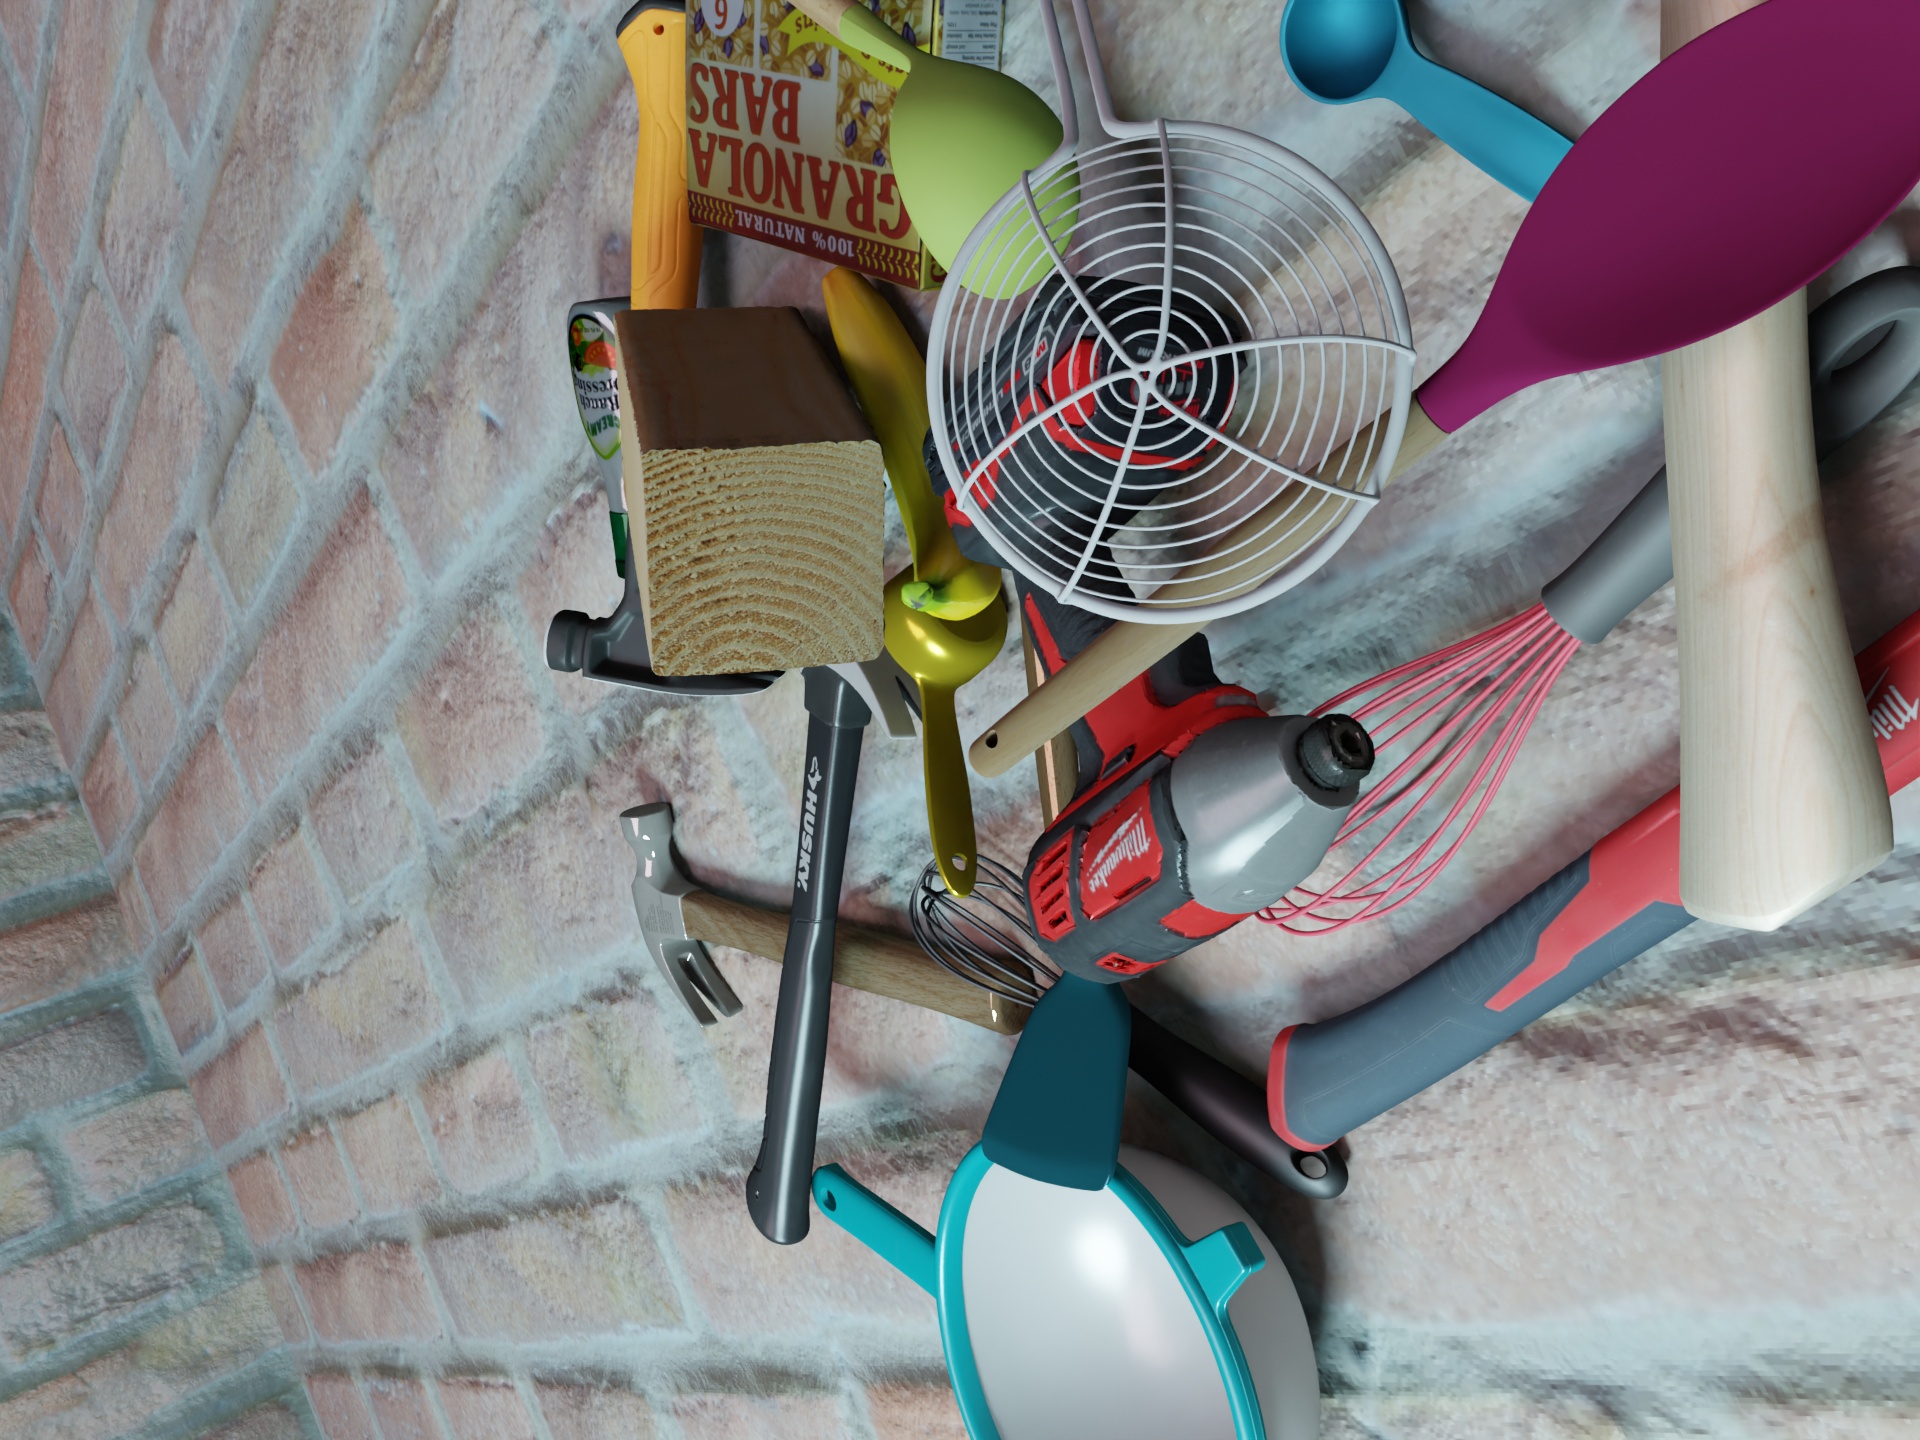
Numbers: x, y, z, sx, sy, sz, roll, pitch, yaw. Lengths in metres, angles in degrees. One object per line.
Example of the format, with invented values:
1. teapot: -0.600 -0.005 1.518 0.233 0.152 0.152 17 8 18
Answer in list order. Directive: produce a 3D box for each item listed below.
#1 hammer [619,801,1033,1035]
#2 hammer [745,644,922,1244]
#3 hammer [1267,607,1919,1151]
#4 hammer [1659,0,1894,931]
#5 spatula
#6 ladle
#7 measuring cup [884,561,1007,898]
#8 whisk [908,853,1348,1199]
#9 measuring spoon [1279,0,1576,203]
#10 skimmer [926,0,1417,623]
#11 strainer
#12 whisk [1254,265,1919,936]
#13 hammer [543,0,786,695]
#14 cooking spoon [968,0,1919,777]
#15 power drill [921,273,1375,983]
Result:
1. hammer: -0.083 0.125 0.871 0.331 0.031 0.130 5 109 48
2. hammer: -0.072 0.111 0.790 0.146 0.035 0.334 31 118 52
3. hammer: 0.222 0.059 0.483 0.143 0.038 0.386 54 138 17
4. hammer: 0.184 -0.153 0.398 0.146 0.038 0.410 4 100 48
5. spatula: 0.033 0.025 0.650 0.082 0.044 0.317 -4 92 54
6. ladle: -0.060 -0.263 0.603 0.320 0.078 0.062 50 116 33
7. measuring cup: -0.001 -0.002 0.666 0.029 0.062 0.157 -39 47 45
8. whisk: 0.067 0.128 0.691 0.239 0.055 0.055 33 128 30
9. measuring spoon: 0.153 -0.188 0.484 0.129 0.021 0.042 43 134 18
10. skimmer: 0.040 -0.197 0.489 0.127 0.090 0.364 -18 54 15
11. strainer: 0.048 0.261 0.733 0.340 0.095 0.211 10 105 56
12. whisk: 0.174 -0.020 0.490 0.073 0.073 0.295 54 132 19
13. hammer: -0.142 -0.176 0.790 0.127 0.034 0.336 9 109 11
14. cooking spoon: 0.107 -0.068 0.430 0.319 0.017 0.069 -39 60 35
15. power drill: 0.063 -0.034 0.542 0.143 0.078 0.220 -42 52 49
